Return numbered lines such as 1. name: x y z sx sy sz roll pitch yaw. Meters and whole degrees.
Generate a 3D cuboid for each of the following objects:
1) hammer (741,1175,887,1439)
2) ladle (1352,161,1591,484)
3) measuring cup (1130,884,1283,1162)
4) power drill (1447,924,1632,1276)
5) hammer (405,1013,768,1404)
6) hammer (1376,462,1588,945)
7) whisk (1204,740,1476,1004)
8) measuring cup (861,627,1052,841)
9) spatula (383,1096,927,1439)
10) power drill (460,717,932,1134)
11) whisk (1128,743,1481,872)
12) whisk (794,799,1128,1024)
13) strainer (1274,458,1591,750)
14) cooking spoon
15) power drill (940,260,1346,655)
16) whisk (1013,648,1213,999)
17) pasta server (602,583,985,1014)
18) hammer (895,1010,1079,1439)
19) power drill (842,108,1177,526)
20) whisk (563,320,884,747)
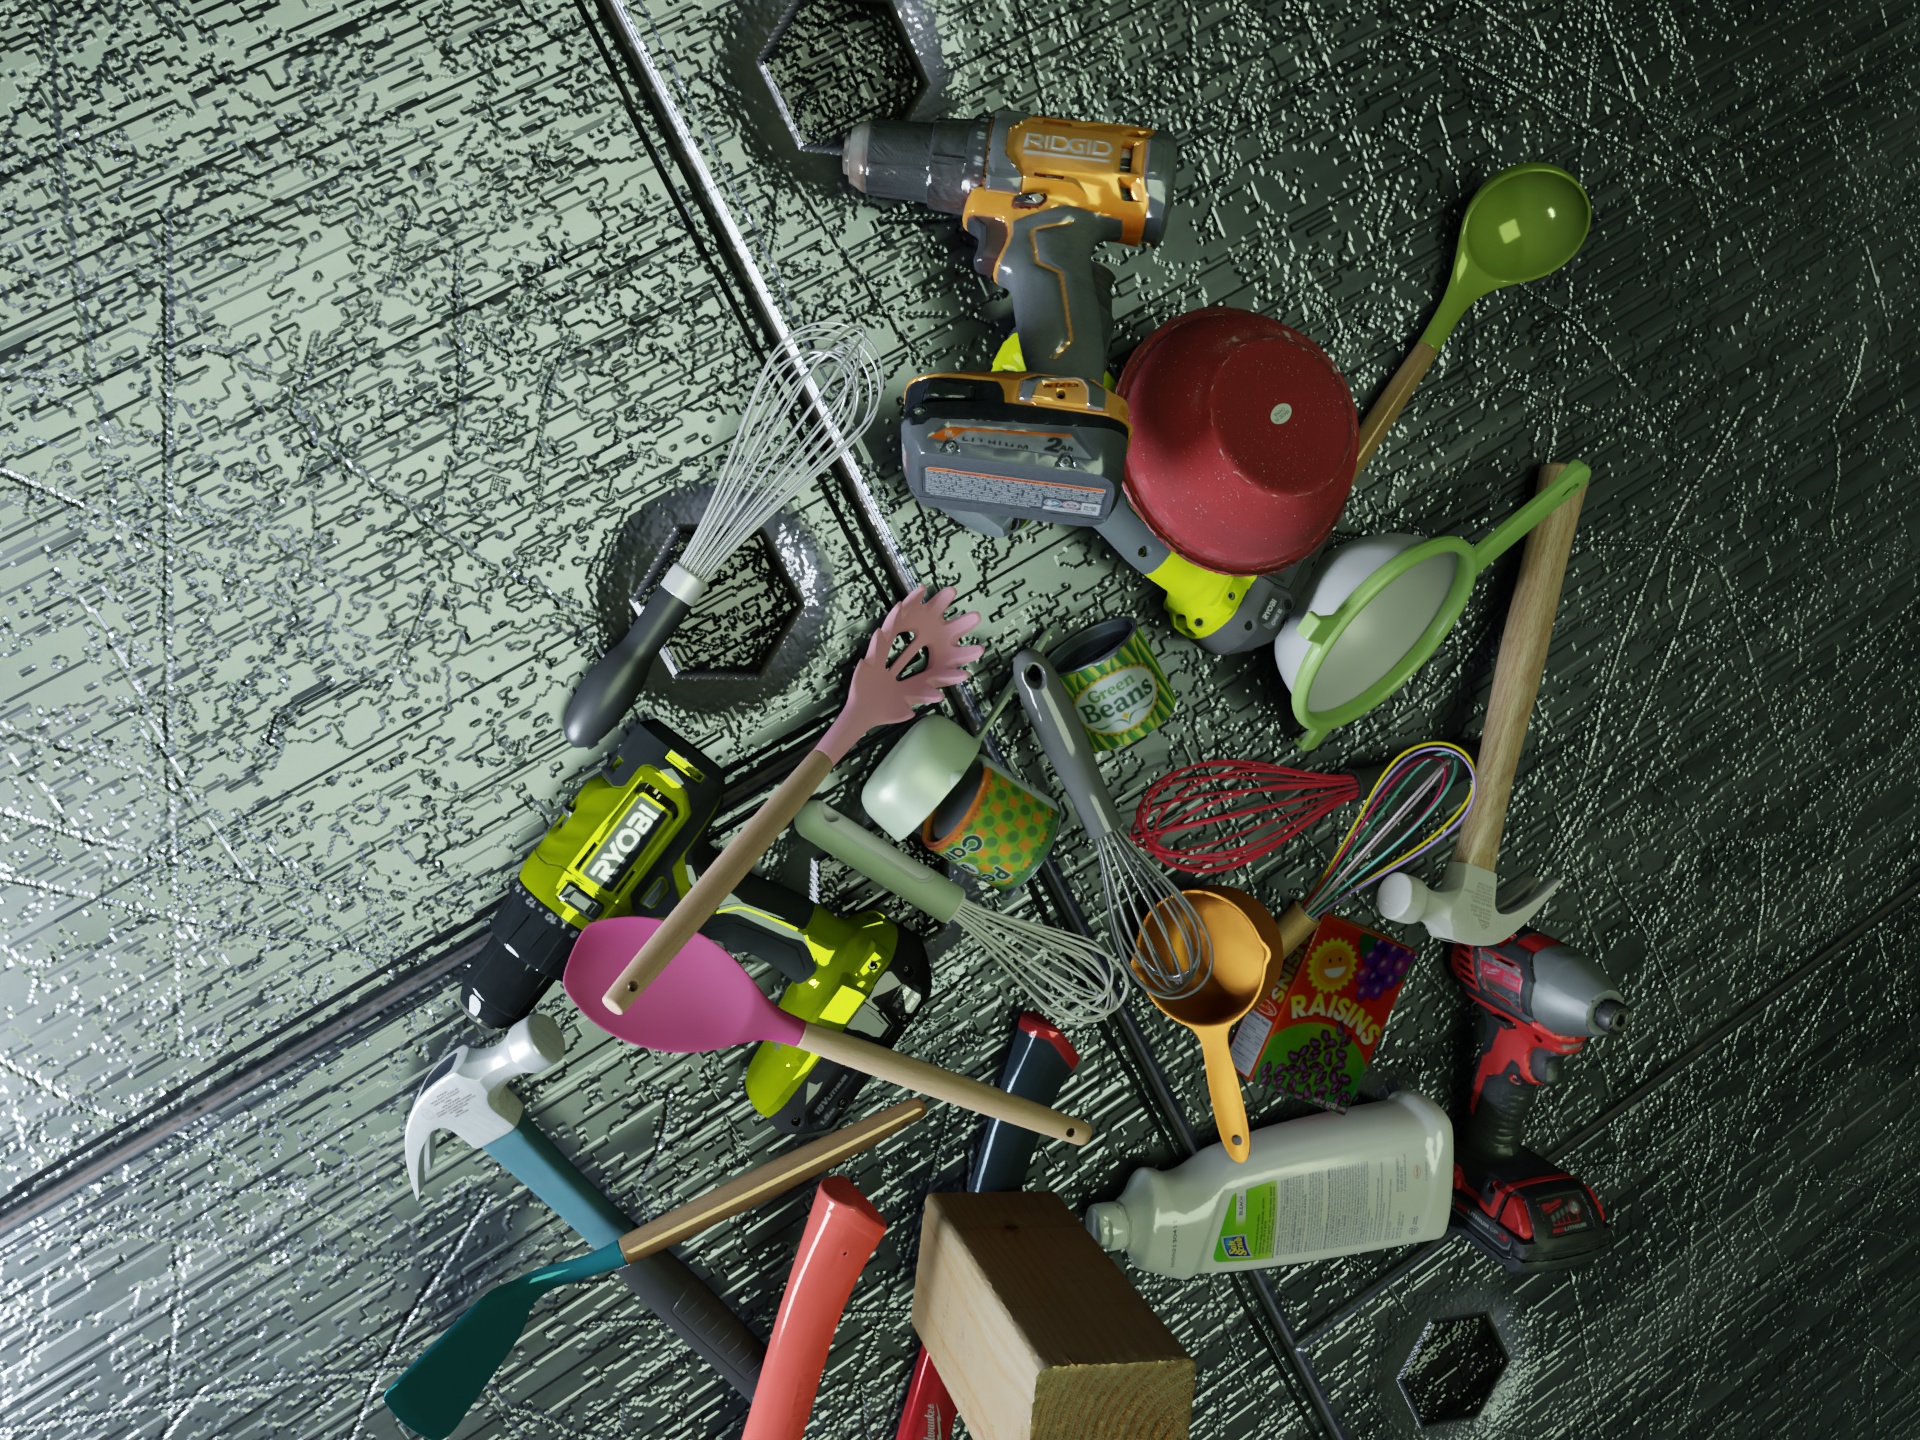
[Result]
1. hammer: -0.125 0.438 0.944 0.149 0.037 0.359 13 101 -19
2. ladle: 0.292 -0.217 1.020 0.078 0.062 0.320 34 89 -22
3. measuring cup: 0.170 0.189 1.015 0.052 0.095 0.173 -9 87 -59
4. power drill: 0.390 0.254 1.085 0.078 0.143 0.219 -3 102 -22
5. hammer: -0.192 0.308 0.927 0.128 0.033 0.330 -29 115 16
6. hammer: 0.371 -0.012 1.064 0.130 0.031 0.331 20 82 -27
7. whisk: 0.236 0.105 1.025 0.047 0.051 0.245 31 110 -27
8. measuring cup: -0.002 -0.003 0.953 0.038 0.083 0.168 39 68 -6
9. spatula: -0.158 0.292 0.878 0.317 0.044 0.082 -24 141 -11
10. power drill: -0.150 0.136 0.911 0.228 0.080 0.190 38 85 -18
11. whisk: 0.240 0.046 1.044 0.295 0.073 0.073 -10 102 -23
12. whisk: 0.002 0.117 0.977 0.246 0.058 0.059 33 117 -17
13. strainer: 0.289 -0.102 1.015 0.256 0.069 0.151 -38 150 -11
14. cooking spoon: -0.066 0.184 0.890 0.318 0.017 0.069 23 87 -16
15. power drill: 0.113 -0.153 0.956 0.223 0.080 0.171 30 84 -18
16. whisk: 0.089 0.063 0.957 0.055 0.055 0.239 -29 102 -13
17. pasta server: -0.089 0.038 0.877 0.060 0.040 0.316 46 57 -11
18. hammer: -0.013 0.371 1.017 0.143 0.038 0.386 14 94 -19
19. power drill: 0.017 -0.231 0.866 0.185 0.084 0.226 8 74 1
20. whisk: -0.136 -0.102 0.891 0.070 0.070 0.284 35 91 -21
